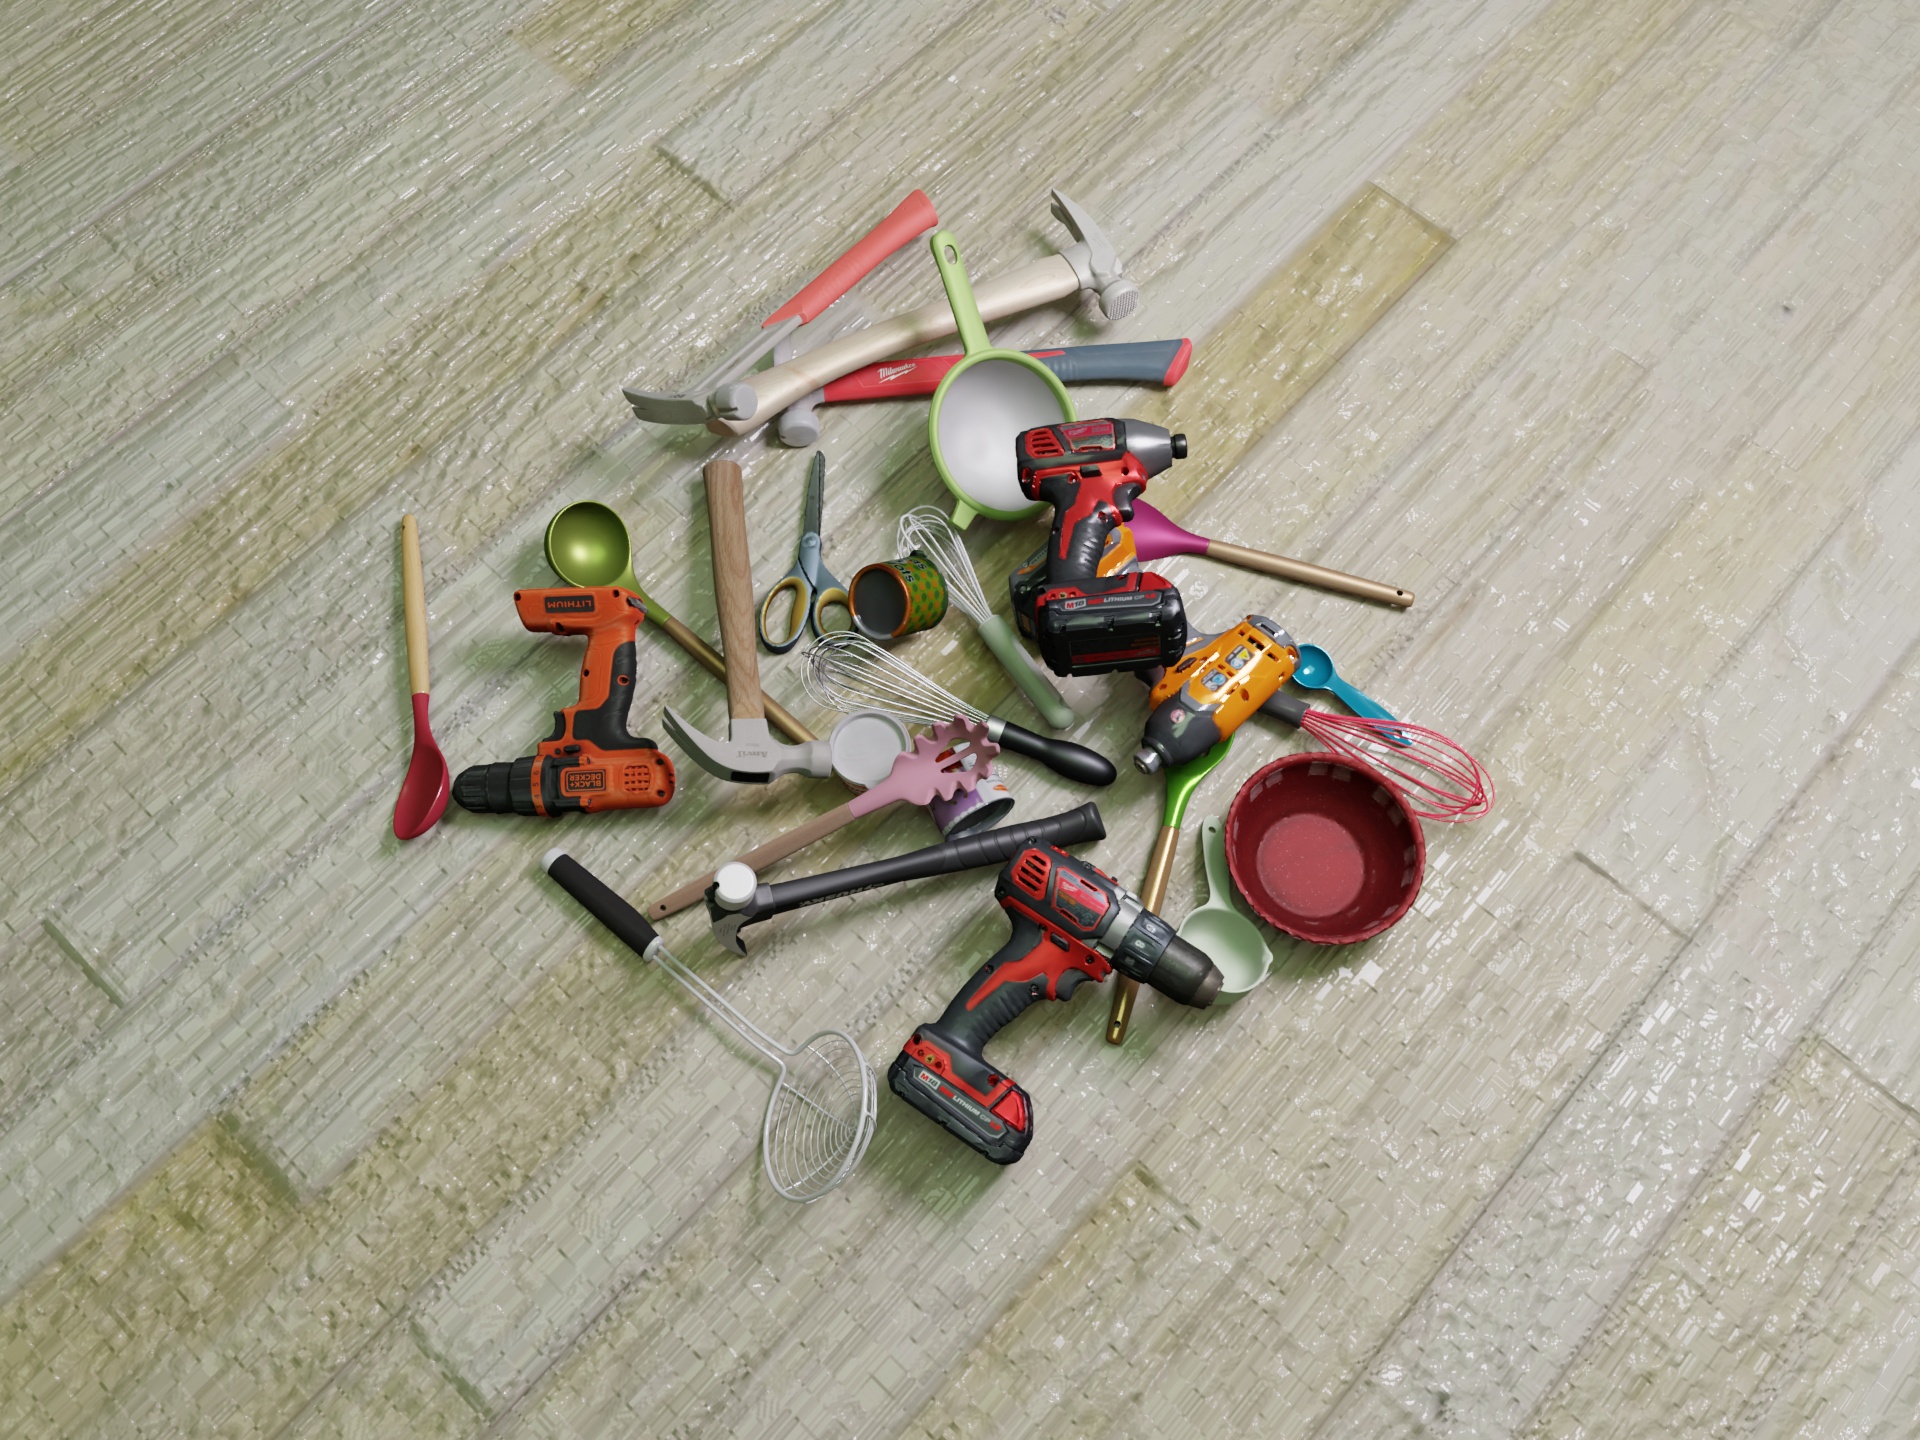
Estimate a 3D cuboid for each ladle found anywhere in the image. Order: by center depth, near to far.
[{"bbox_3d":[-0.463,-0.043,1.355,0.069,0.031,0.316,-28,60,30],"label":"ladle"},{"bbox_3d":[-0.231,-0.074,1.359,0.320,0.062,0.078,39,61,12],"label":"ladle"}]

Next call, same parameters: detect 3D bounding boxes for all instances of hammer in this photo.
[{"bbox_3d":[-0.038,0.117,1.261,0.334,0.146,0.035,-12,68,-18],"label":"hammer"},{"bbox_3d":[-0.192,-0.091,1.342,0.130,0.031,0.332,0,55,-16],"label":"hammer"},{"bbox_3d":[-0.143,-0.378,1.439,0.149,0.036,0.359,11,48,40],"label":"hammer"},{"bbox_3d":[-0.050,-0.362,1.450,0.410,0.038,0.146,-24,66,-11],"label":"hammer"},{"bbox_3d":[0.020,-0.338,1.479,0.386,0.038,0.143,-5,66,-3],"label":"hammer"}]

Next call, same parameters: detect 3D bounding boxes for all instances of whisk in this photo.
[{"bbox_3d":[0.305,0.006,1.332,0.296,0.073,0.073,26,70,17],"label":"whisk"},{"bbox_3d":[-0.002,-0.004,1.336,0.284,0.070,0.070,22,69,3],"label":"whisk"},{"bbox_3d":[0.021,-0.089,1.365,0.059,0.057,0.246,-44,70,20],"label":"whisk"}]

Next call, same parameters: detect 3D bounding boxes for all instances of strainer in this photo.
[{"bbox_3d":[0.011,-0.299,1.406,0.151,0.069,0.256,-22,99,-25],"label":"strainer"}]

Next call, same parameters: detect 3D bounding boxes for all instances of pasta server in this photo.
[{"bbox_3d":[-0.112,0.084,1.263,0.316,0.040,0.060,-27,85,6],"label":"pasta server"}]

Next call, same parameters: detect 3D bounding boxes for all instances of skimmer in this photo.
[{"bbox_3d":[-0.207,0.217,1.220,0.363,0.090,0.127,37,103,16],"label":"skimmer"}]

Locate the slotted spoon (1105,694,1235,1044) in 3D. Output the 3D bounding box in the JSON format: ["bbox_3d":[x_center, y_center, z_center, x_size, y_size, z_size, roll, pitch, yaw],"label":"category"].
[{"bbox_3d":[0.163,0.112,1.301,0.070,0.031,0.314,13,70,12],"label":"slotted spoon"}]

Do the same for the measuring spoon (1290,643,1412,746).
[{"bbox_3d":[0.332,-0.016,1.364,0.128,0.021,0.042,39,66,5],"label":"measuring spoon"}]

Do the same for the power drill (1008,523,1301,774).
[{"bbox_3d":[0.145,-0.062,1.323,0.164,0.084,0.227,-43,63,-15],"label":"power drill"}]

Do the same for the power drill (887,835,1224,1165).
[{"bbox_3d":[0.071,0.223,1.202,0.188,0.080,0.227,32,82,12],"label":"power drill"}]

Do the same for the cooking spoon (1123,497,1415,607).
[{"bbox_3d":[0.245,-0.148,1.413,0.319,0.017,0.069,16,69,7],"label":"cooking spoon"}]

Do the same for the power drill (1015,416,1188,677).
[{"bbox_3d":[0.121,-0.151,1.288,0.143,0.078,0.220,-6,61,6],"label":"power drill"}]

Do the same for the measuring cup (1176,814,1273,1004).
[{"bbox_3d":[0.202,0.153,1.284,0.083,0.038,0.168,11,50,-11],"label":"measuring cup"}]
